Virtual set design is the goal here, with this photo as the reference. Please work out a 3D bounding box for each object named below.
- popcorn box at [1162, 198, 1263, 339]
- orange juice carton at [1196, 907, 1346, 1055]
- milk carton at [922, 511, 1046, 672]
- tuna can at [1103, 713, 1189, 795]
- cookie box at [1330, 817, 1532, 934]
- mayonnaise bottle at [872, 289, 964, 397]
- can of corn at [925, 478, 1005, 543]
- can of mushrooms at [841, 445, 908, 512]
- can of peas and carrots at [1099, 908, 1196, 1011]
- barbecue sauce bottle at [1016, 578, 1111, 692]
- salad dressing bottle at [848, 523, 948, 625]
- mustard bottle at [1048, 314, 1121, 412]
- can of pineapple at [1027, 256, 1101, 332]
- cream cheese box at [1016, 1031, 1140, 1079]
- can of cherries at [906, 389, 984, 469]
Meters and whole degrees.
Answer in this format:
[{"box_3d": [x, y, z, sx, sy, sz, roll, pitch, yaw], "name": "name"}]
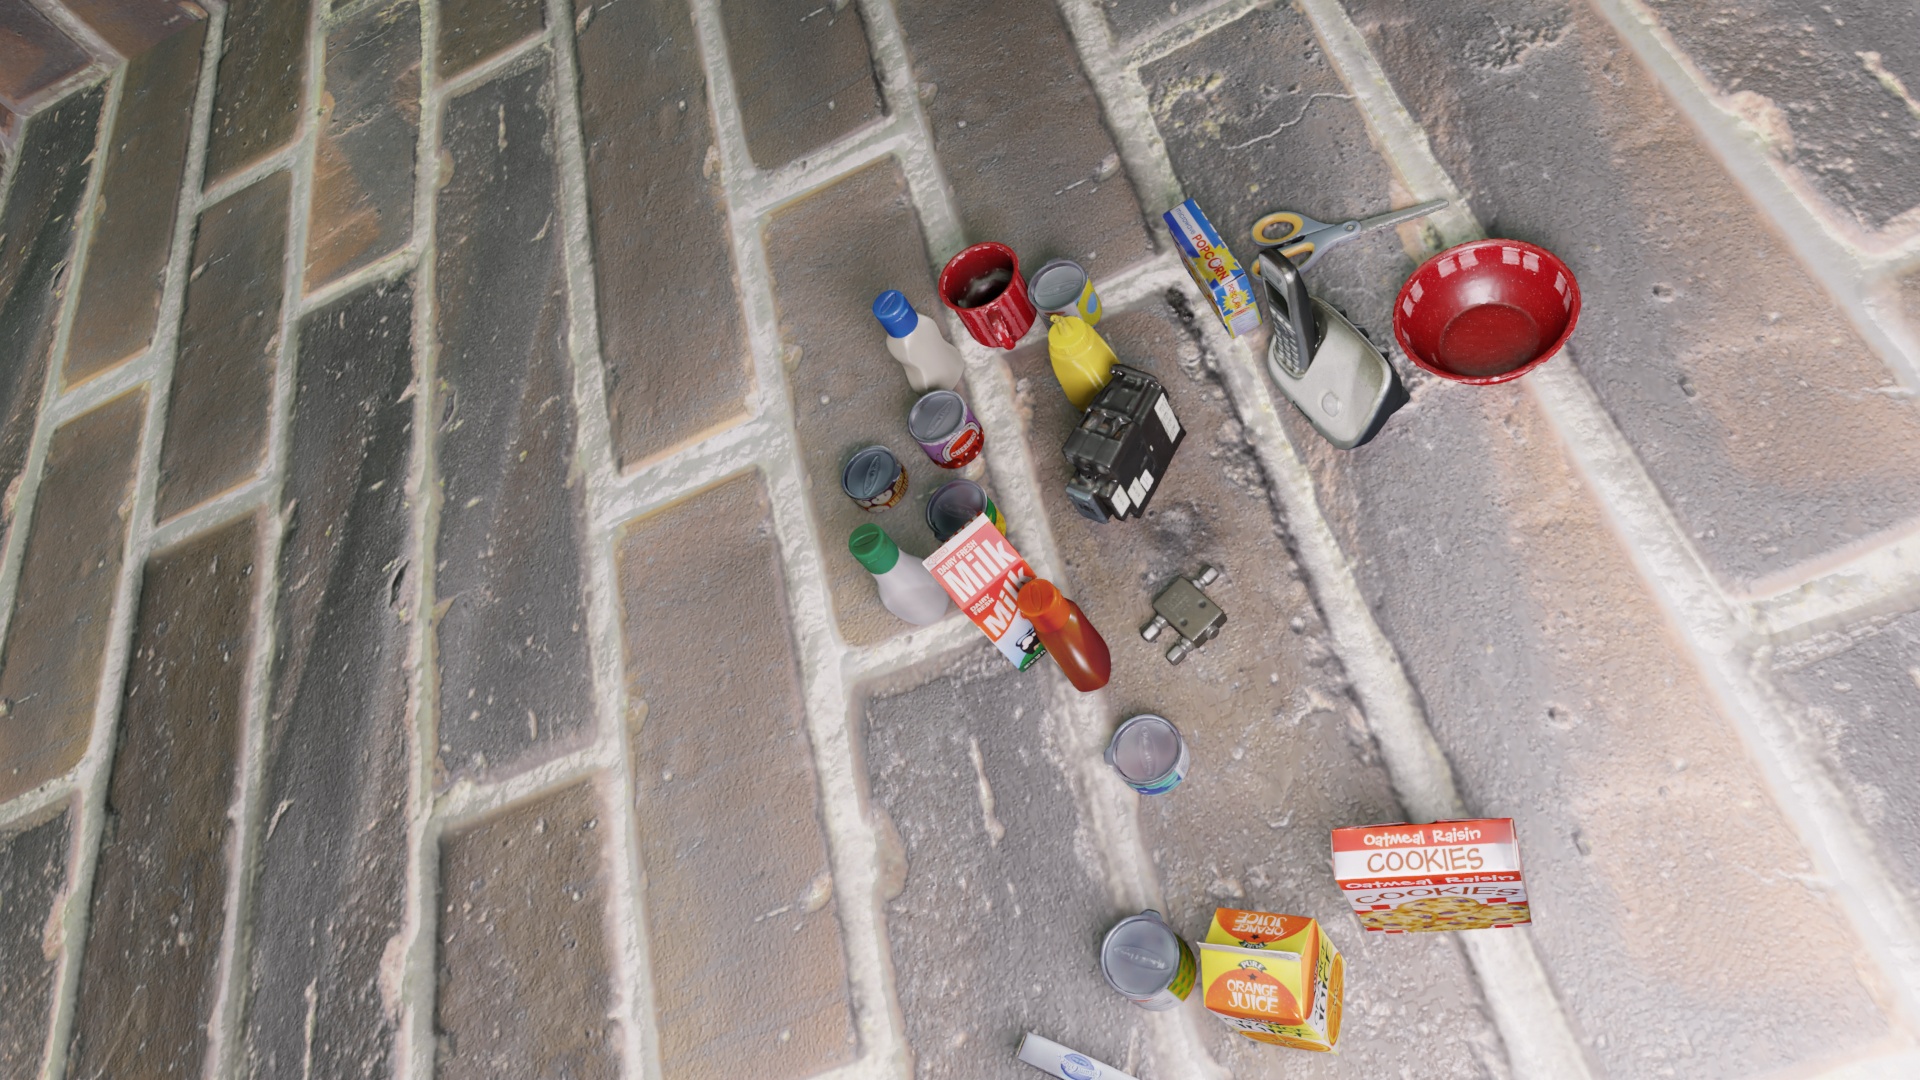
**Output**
[{"box_3d": [0.257, -0.278, 1.418, 0.038, 0.085, 0.127, -29, 54, 8], "name": "popcorn box"}, {"box_3d": [0.230, 0.320, 1.017, 0.072, 0.192, 0.073, 0, 63, 26], "name": "orange juice carton"}, {"box_3d": [0.030, 0.041, 1.273, 0.072, 0.190, 0.074, -40, 53, -1], "name": "milk carton"}, {"box_3d": [0.164, 0.190, 1.222, 0.071, 0.032, 0.071, -11, 58, 19], "name": "tuna can"}, {"box_3d": [0.348, 0.248, 1.019, 0.123, 0.167, 0.040, -9, 59, 21], "name": "cookie box"}, {"box_3d": [-0.047, -0.210, 1.481, 0.041, 0.147, 0.065, 24, 75, 34], "name": "mayonnaise bottle"}, {"box_3d": [0.005, -0.018, 1.401, 0.071, 0.058, 0.071, -11, 58, 19], "name": "can of corn"}, {"box_3d": [-0.089, -0.065, 1.488, 0.071, 0.033, 0.071, -11, 58, 19], "name": "can of mushrooms"}, {"box_3d": [0.153, 0.340, 1.124, 0.071, 0.058, 0.071, -11, 58, 19], "name": "can of peas and carrots"}, {"box_3d": [0.093, 0.081, 1.247, 0.043, 0.148, 0.065, -19, 56, 15], "name": "barbecue sauce bottle"}, {"box_3d": [-0.060, 0.033, 1.347, 0.064, 0.147, 0.044, -22, 55, 13], "name": "salad dressing bottle"}, {"box_3d": [0.122, -0.178, 1.377, 0.065, 0.159, 0.049, 16, 70, 32], "name": "mustard bottle"}, {"box_3d": [0.113, -0.259, 1.492, 0.071, 0.057, 0.071, -11, 58, 19], "name": "can of pineapple"}, {"box_3d": [0.101, 0.424, 1.103, 0.104, 0.053, 0.024, 13, 69, 30], "name": "cream cheese box"}, {"box_3d": [-0.013, -0.115, 1.467, 0.071, 0.058, 0.072, -11, 58, 19], "name": "can of cherries"}]
